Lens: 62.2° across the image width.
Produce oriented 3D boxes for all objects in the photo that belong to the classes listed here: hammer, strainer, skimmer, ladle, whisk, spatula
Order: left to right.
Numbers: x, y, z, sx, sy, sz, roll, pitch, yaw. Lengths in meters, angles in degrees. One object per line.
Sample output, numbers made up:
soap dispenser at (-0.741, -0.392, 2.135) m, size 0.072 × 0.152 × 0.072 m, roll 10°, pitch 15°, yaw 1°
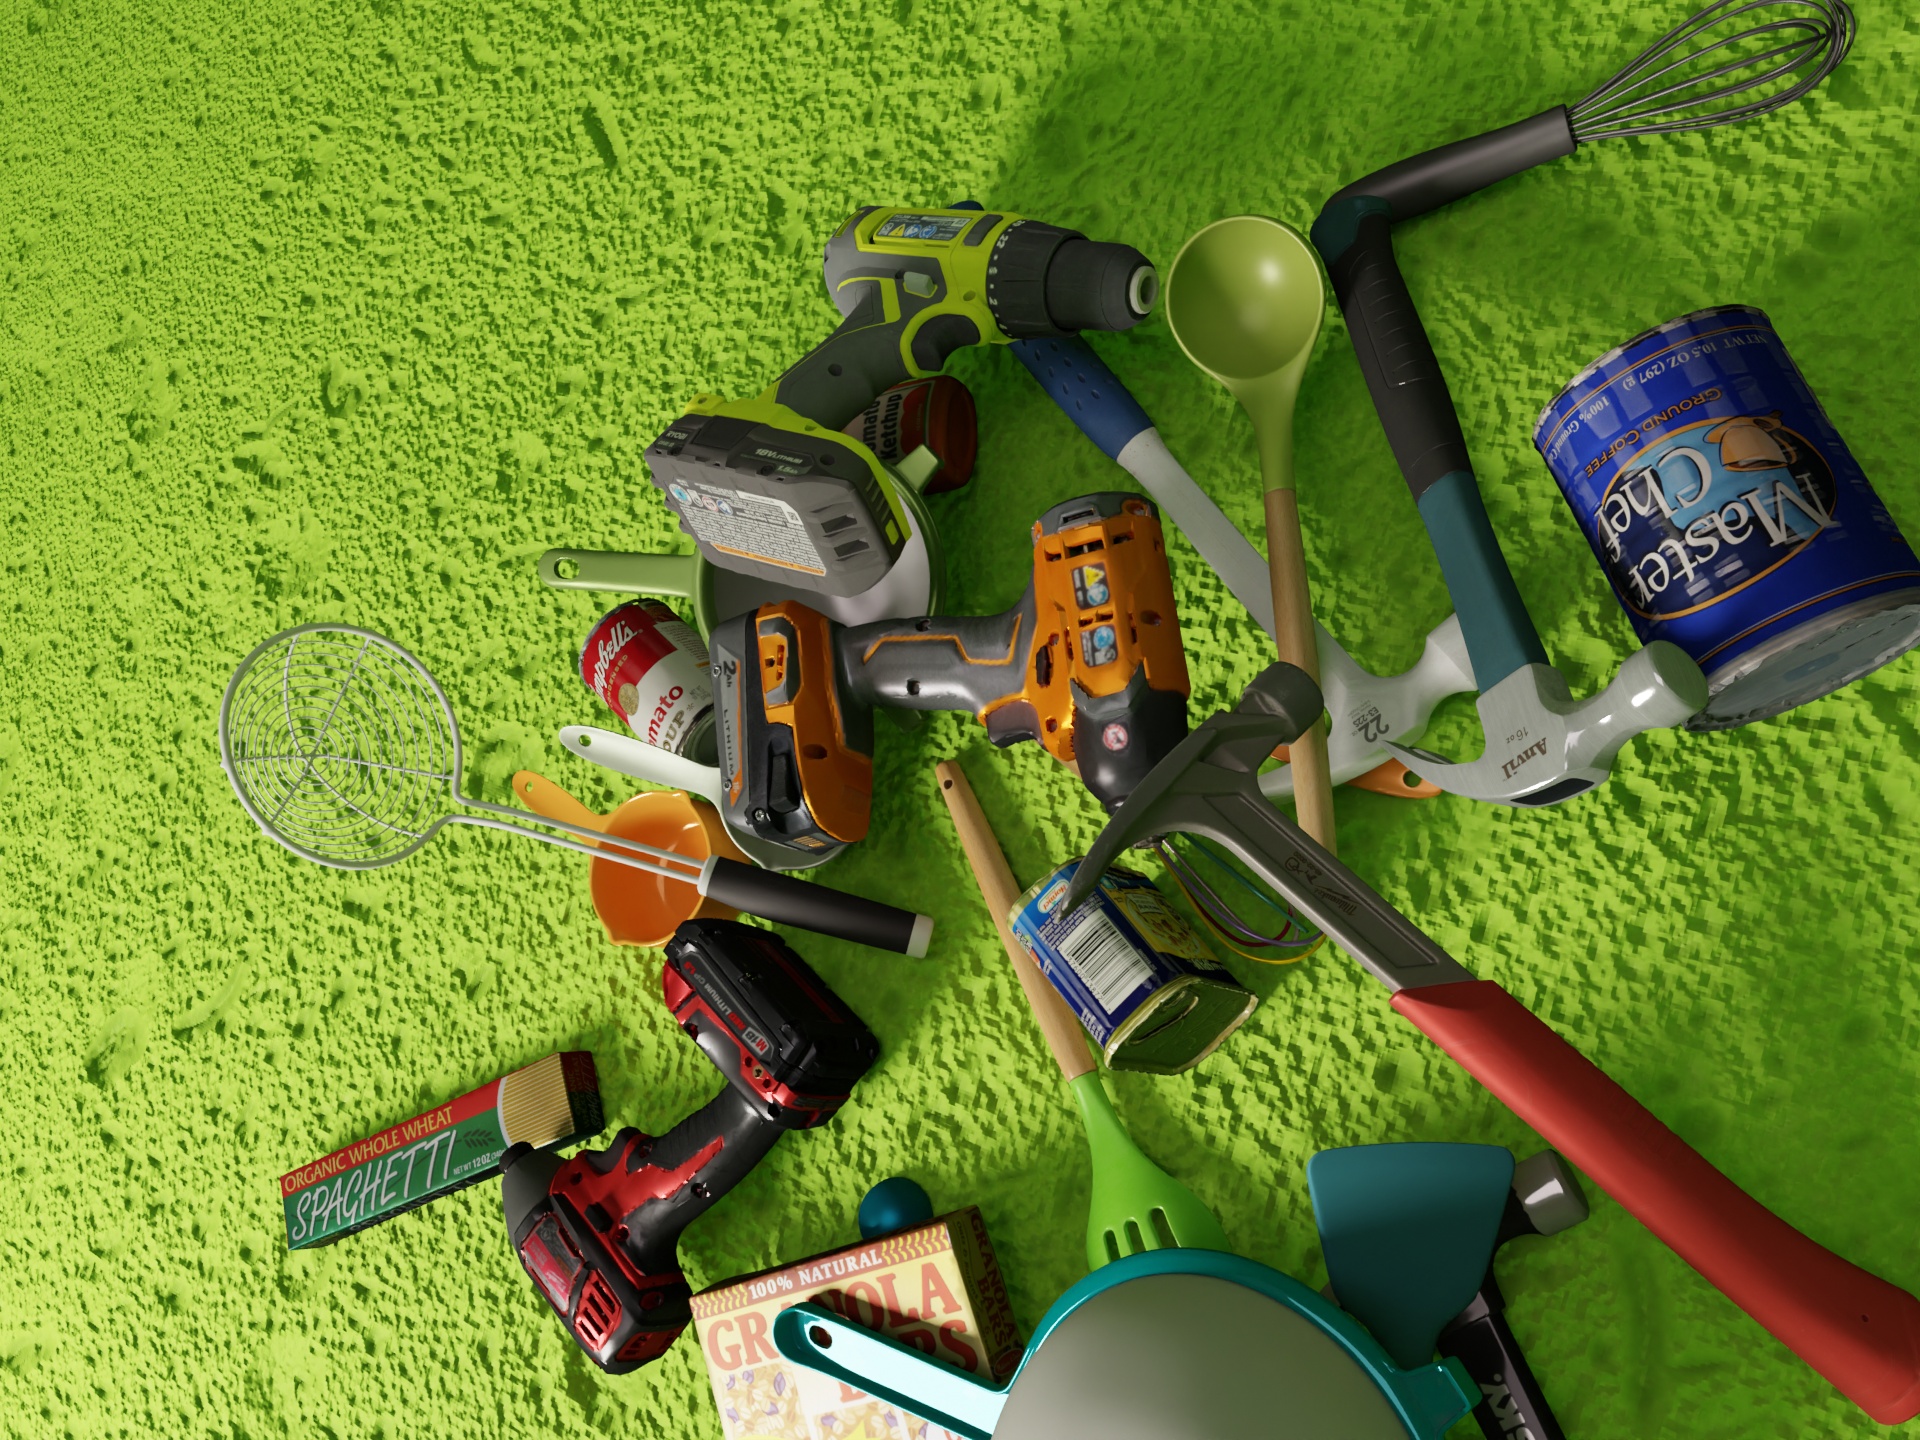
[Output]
skimmer at (-0.186, 0.050, 0.808) m, size 0.363 × 0.090 × 0.127 m, roll 16°, pitch 56°, yaw -1°
strainer at (-0.115, -0.079, 0.895) m, size 0.256 × 0.069 × 0.151 m, roll 5°, pitch 95°, yaw 23°
strainer at (0.030, 0.312, 0.645) m, size 0.340 × 0.095 × 0.211 m, roll 8°, pitch 94°, yaw 35°
whisk at (0.082, 0.037, 0.784) m, size 0.245 × 0.051 × 0.047 m, roll 40°, pitch 105°, yaw 34°
hammer at (0.091, -0.130, 0.814) m, size 0.144 × 0.035 × 0.406 m, roll -40°, pitch 61°, yaw 9°
ladle at (0.143, -0.082, 0.723) m, size 0.078 × 0.062 × 0.320 m, roll -13°, pitch 70°, yaw 32°
spatula at (0.181, 0.326, 0.616) m, size 0.082 × 0.044 × 0.318 m, roll -1°, pitch 78°, yaw 0°
hammer at (0.208, -0.110, 0.691) m, size 0.128 × 0.033 × 0.331 m, roll -47°, pitch 41°, yaw 44°
hammer at (0.211, 0.137, 0.620) m, size 0.359 × 0.036 × 0.149 m, roll 42°, pitch 69°, yaw 13°
whisk at (0.281, -0.277, 0.739) m, size 0.239 × 0.055 × 0.055 m, roll -14°, pitch 72°, yaw 30°
hammer at (0.253, 0.352, 0.617) m, size 0.146 × 0.035 × 0.335 m, roll -34°, pitch 65°, yaw 19°

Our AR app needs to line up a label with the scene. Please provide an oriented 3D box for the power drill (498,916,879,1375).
power drill at (-0.158, 0.220, 0.852) m, size 0.143 × 0.078 × 0.219 m, roll 40°, pitch 97°, yaw 30°

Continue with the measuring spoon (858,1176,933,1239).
measuring spoon at (-0.017, 0.289, 0.793) m, size 0.042 × 0.021 × 0.129 m, roll -40°, pitch 62°, yaw 17°

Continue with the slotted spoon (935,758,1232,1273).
slotted spoon at (0.048, 0.153, 0.786) m, size 0.070 × 0.031 × 0.314 m, roll -34°, pitch 63°, yaw 20°

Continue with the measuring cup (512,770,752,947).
measuring cup at (-0.193, 0.071, 0.929) m, size 0.174 × 0.052 × 0.095 m, roll 27°, pitch 93°, yaw 34°

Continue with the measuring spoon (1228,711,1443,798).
measuring spoon at (0.172, 0.016, 0.753) m, size 0.117 × 0.011 × 0.021 m, roll 16°, pitch 87°, yaw 32°

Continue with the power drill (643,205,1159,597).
power drill at (-0.027, -0.170, 0.785) m, size 0.191 × 0.080 × 0.228 m, roll 17°, pitch 58°, yaw 36°

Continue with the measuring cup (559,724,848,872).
measuring cup at (-0.134, 0.027, 0.866) m, size 0.167 × 0.038 × 0.083 m, roll 18°, pitch 110°, yaw -1°

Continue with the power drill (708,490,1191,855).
power drill at (-0.001, -0.002, 0.758) m, size 0.226 × 0.084 × 0.164 m, roll -15°, pitch 71°, yaw 20°
